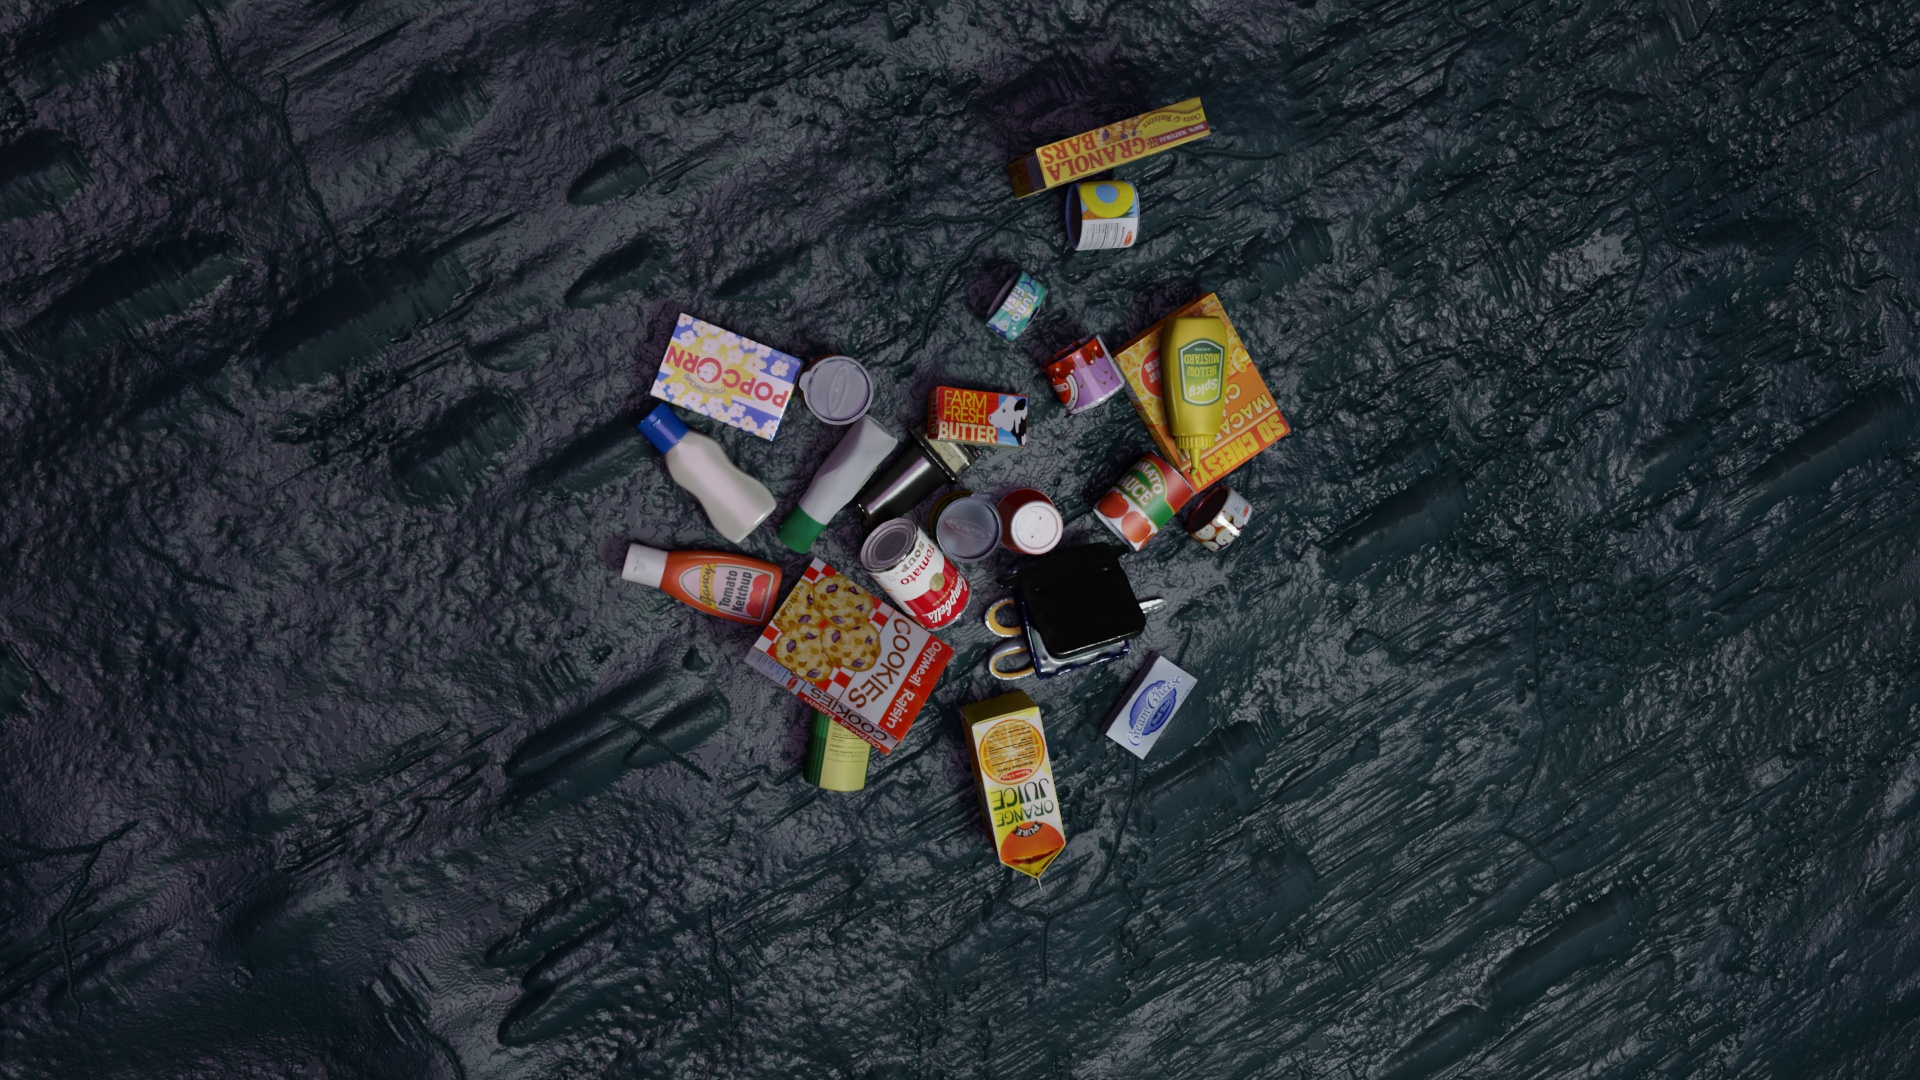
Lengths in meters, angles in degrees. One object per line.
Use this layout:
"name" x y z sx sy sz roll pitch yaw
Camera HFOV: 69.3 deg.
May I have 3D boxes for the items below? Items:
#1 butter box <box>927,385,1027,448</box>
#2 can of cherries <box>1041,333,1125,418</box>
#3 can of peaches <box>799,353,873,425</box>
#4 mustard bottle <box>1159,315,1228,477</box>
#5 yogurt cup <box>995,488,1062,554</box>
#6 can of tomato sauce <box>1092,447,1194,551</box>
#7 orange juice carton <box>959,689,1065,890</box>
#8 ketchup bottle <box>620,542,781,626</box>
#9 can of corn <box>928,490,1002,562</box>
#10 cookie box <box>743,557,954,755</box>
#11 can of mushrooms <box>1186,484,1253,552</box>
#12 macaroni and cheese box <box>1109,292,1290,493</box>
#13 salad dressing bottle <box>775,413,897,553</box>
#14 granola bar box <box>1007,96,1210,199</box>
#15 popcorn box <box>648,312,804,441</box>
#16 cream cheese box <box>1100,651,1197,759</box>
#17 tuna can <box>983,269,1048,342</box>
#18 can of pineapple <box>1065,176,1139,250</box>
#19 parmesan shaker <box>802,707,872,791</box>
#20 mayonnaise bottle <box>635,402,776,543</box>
"butter box" 0.018 -0.121 1.375 0.104 0.024 0.053 4 86 -28
"can of cherries" 0.120 -0.164 1.384 0.071 0.071 0.058 -33 103 -5
"can of peaches" -0.123 -0.148 1.344 0.071 0.058 0.071 -2 99 -10
"mustard bottle" 0.233 -0.142 1.377 0.065 0.049 0.160 -4 98 -9
"yogurt cup" 0.071 -0.017 1.404 0.072 0.054 0.072 -2 98 -10
"can of tomato sauce" 0.185 -0.041 1.415 0.083 0.071 0.071 -45 104 -1
"orange juice carton" 0.057 0.261 1.434 0.073 0.072 0.192 -13 101 -9
"ketchup bottle" -0.253 0.037 1.354 0.149 0.043 0.064 15 95 -12
"can of corn" 0.005 -0.017 1.388 0.071 0.058 0.071 -2 99 -11
"cookie box" -0.106 0.111 1.347 0.167 0.040 0.123 34 52 -3
"can of mushrooms" 0.266 -0.022 1.436 0.033 0.071 0.071 38 90 -14
"macaroni and cheese box" 0.244 -0.151 1.425 0.124 0.040 0.166 -33 103 -4
"salad dressing bottle" -0.123 -0.054 1.359 0.044 0.064 0.147 36 99 -20
"granola bar box" 0.138 -0.374 1.327 0.166 0.124 0.039 -20 102 -8
"popcorn box" -0.224 -0.157 1.333 0.127 0.038 0.085 21 94 -13
"cream cheese box" 0.199 0.175 1.473 0.053 0.024 0.104 34 91 -13
"tuna can" 0.054 -0.230 1.360 0.033 0.071 0.071 33 91 -13
"can of pineapple" 0.139 -0.322 1.366 0.058 0.071 0.071 -6 100 -10
"parmesan shaker" -0.122 0.191 1.391 0.071 0.071 0.103 8 98 -12
"mayonnaise bottle" -0.248 -0.069 1.341 0.065 0.041 0.148 -44 103 -4
